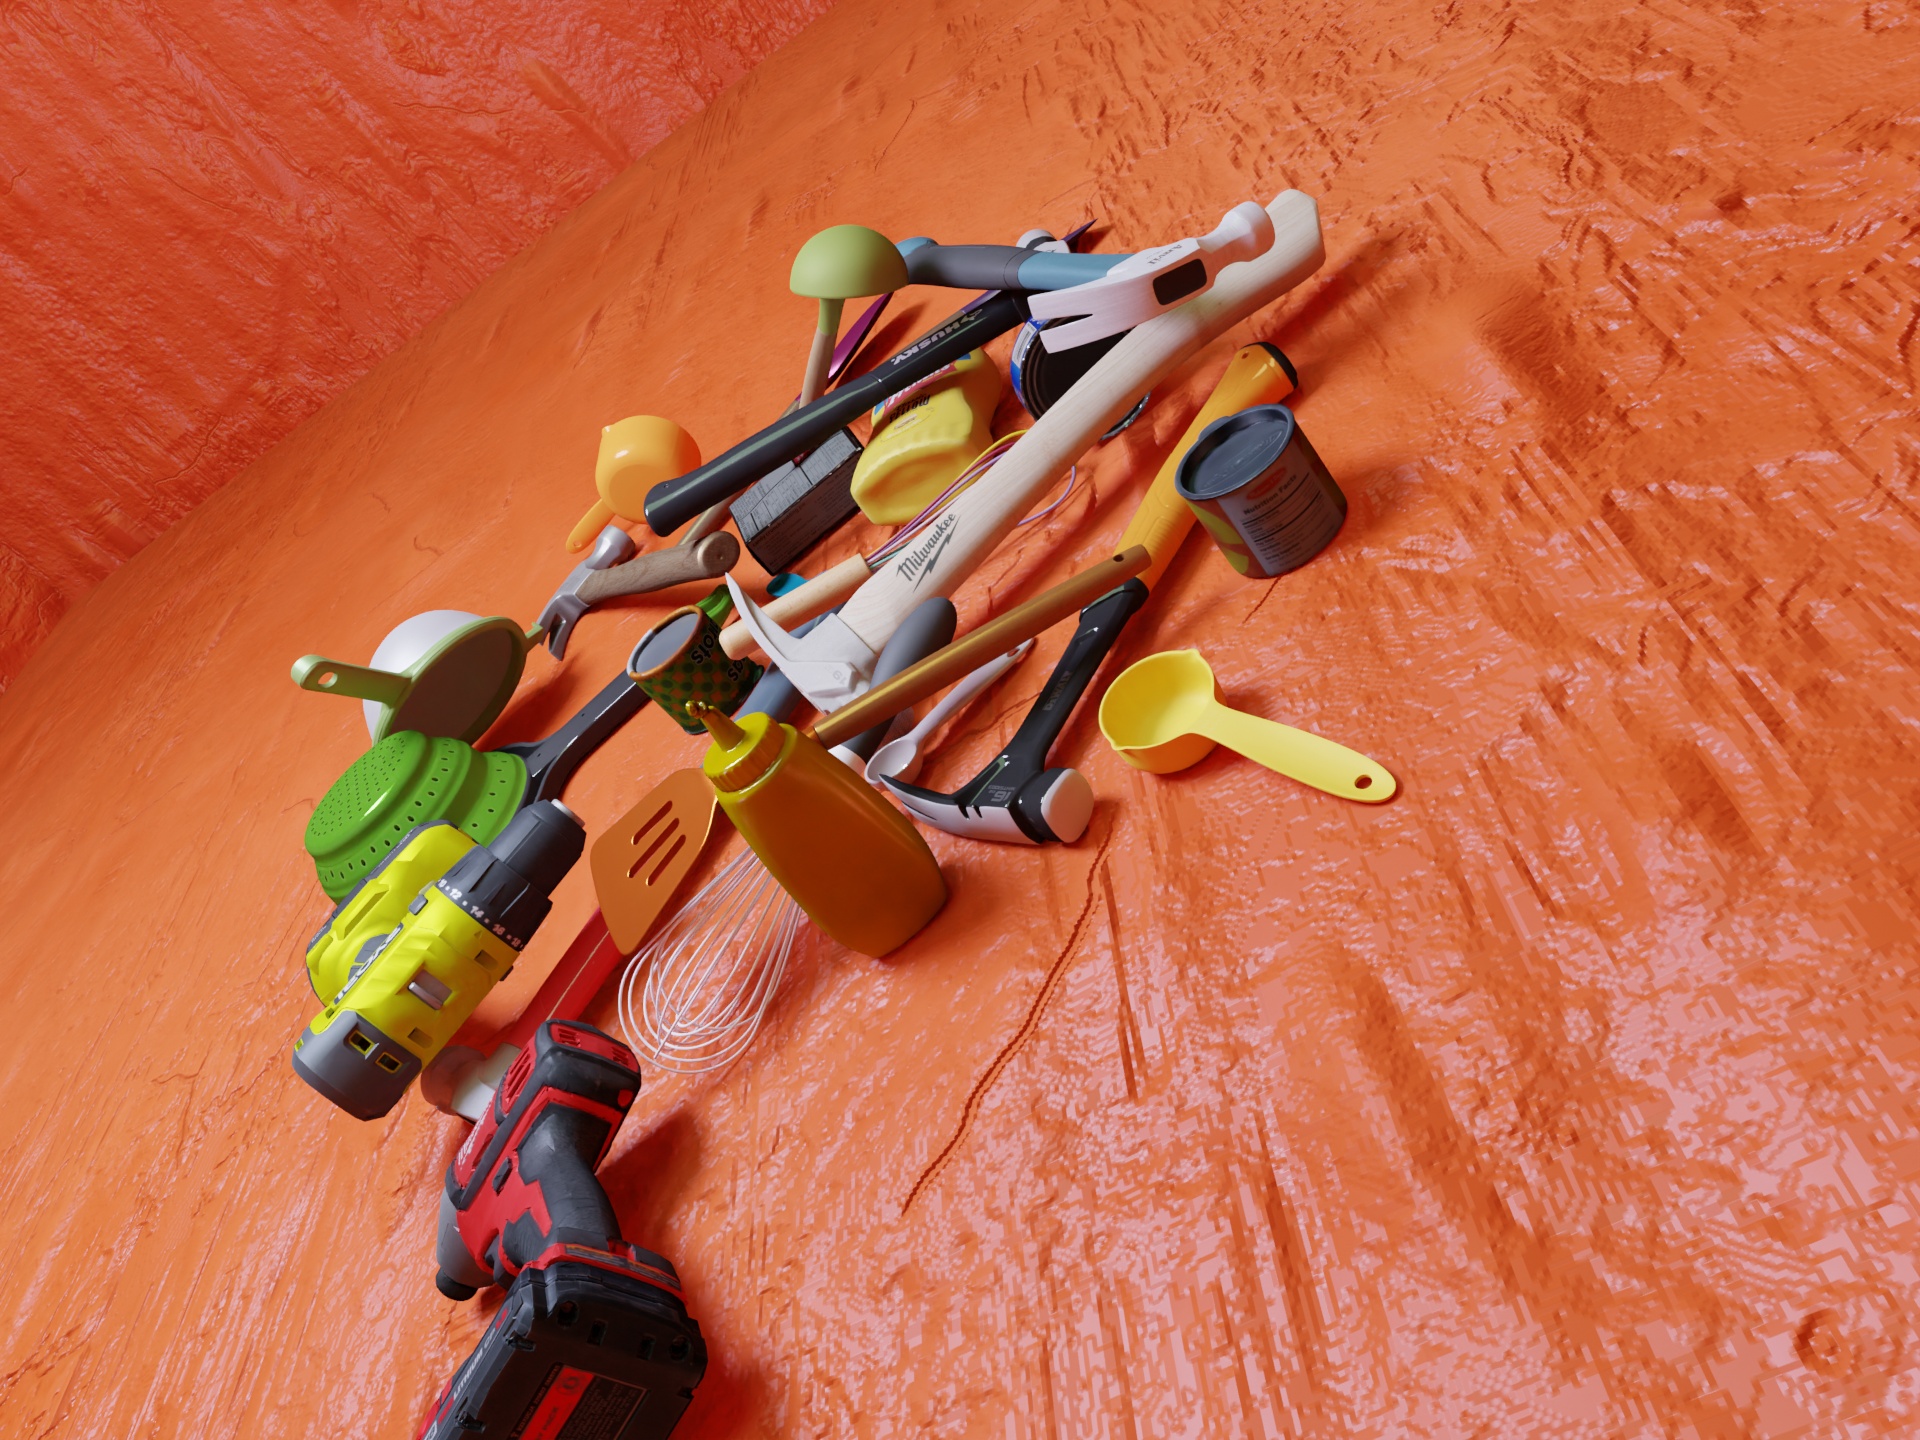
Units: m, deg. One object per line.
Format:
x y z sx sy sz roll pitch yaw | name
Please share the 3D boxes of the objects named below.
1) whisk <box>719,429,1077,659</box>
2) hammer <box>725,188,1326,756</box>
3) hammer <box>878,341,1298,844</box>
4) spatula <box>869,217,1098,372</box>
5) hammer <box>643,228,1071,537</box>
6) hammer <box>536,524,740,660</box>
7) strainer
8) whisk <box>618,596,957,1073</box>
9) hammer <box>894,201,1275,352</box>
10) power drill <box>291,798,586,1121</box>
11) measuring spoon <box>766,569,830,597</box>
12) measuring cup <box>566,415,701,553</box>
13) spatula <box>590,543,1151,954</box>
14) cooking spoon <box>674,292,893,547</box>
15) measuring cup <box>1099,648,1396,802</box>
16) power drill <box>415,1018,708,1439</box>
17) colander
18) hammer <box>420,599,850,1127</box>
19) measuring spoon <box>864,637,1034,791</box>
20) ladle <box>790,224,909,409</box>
-0.039 -0.107 0.971 0.245 0.047 0.051 -29 25 0 | whisk
0.049 -0.165 0.922 0.410 0.038 0.146 -44 62 -5 | hammer
0.086 -0.077 0.835 0.127 0.034 0.337 2 51 48 | hammer
-0.017 -0.289 1.201 0.316 0.018 0.060 -39 11 -15 | spatula
-0.065 -0.215 1.061 0.335 0.035 0.146 -29 33 7 | hammer
-0.250 -0.110 1.225 0.130 0.031 0.331 -56 25 -19 | hammer
-0.420 -0.036 1.166 0.151 0.069 0.256 -54 -13 4 | strainer
-0.079 0.050 0.812 0.070 0.070 0.285 6 59 52 | whisk
0.041 -0.278 0.981 0.128 0.033 0.331 -34 29 -17 | hammer
-0.305 0.121 0.931 0.190 0.080 0.228 -52 19 -15 | power drill
-0.108 -0.085 1.090 0.042 0.021 0.129 -47 21 -8 | measuring spoon
-0.295 -0.186 1.376 0.173 0.095 0.052 -41 34 29 | measuring cup
-0.045 0.002 0.786 0.322 0.041 0.081 -29 45 -3 | spatula
-0.148 -0.242 1.317 0.319 0.017 0.069 -55 6 -16 | cooking spoon
0.126 0.013 0.691 0.157 0.029 0.062 25 69 45 | measuring cup
-0.183 0.237 0.680 0.143 0.078 0.220 -58 25 7 | power drill
-0.330 0.019 1.124 0.397 0.094 0.205 -43 30 -2 | colander
-0.155 0.068 0.918 0.143 0.038 0.386 1 50 48 | hammer
-0.001 -0.003 0.863 0.124 0.018 0.034 -43 29 -16 | measuring spoon
-0.096 -0.263 1.156 0.078 0.062 0.320 -10 -11 -13 | ladle
